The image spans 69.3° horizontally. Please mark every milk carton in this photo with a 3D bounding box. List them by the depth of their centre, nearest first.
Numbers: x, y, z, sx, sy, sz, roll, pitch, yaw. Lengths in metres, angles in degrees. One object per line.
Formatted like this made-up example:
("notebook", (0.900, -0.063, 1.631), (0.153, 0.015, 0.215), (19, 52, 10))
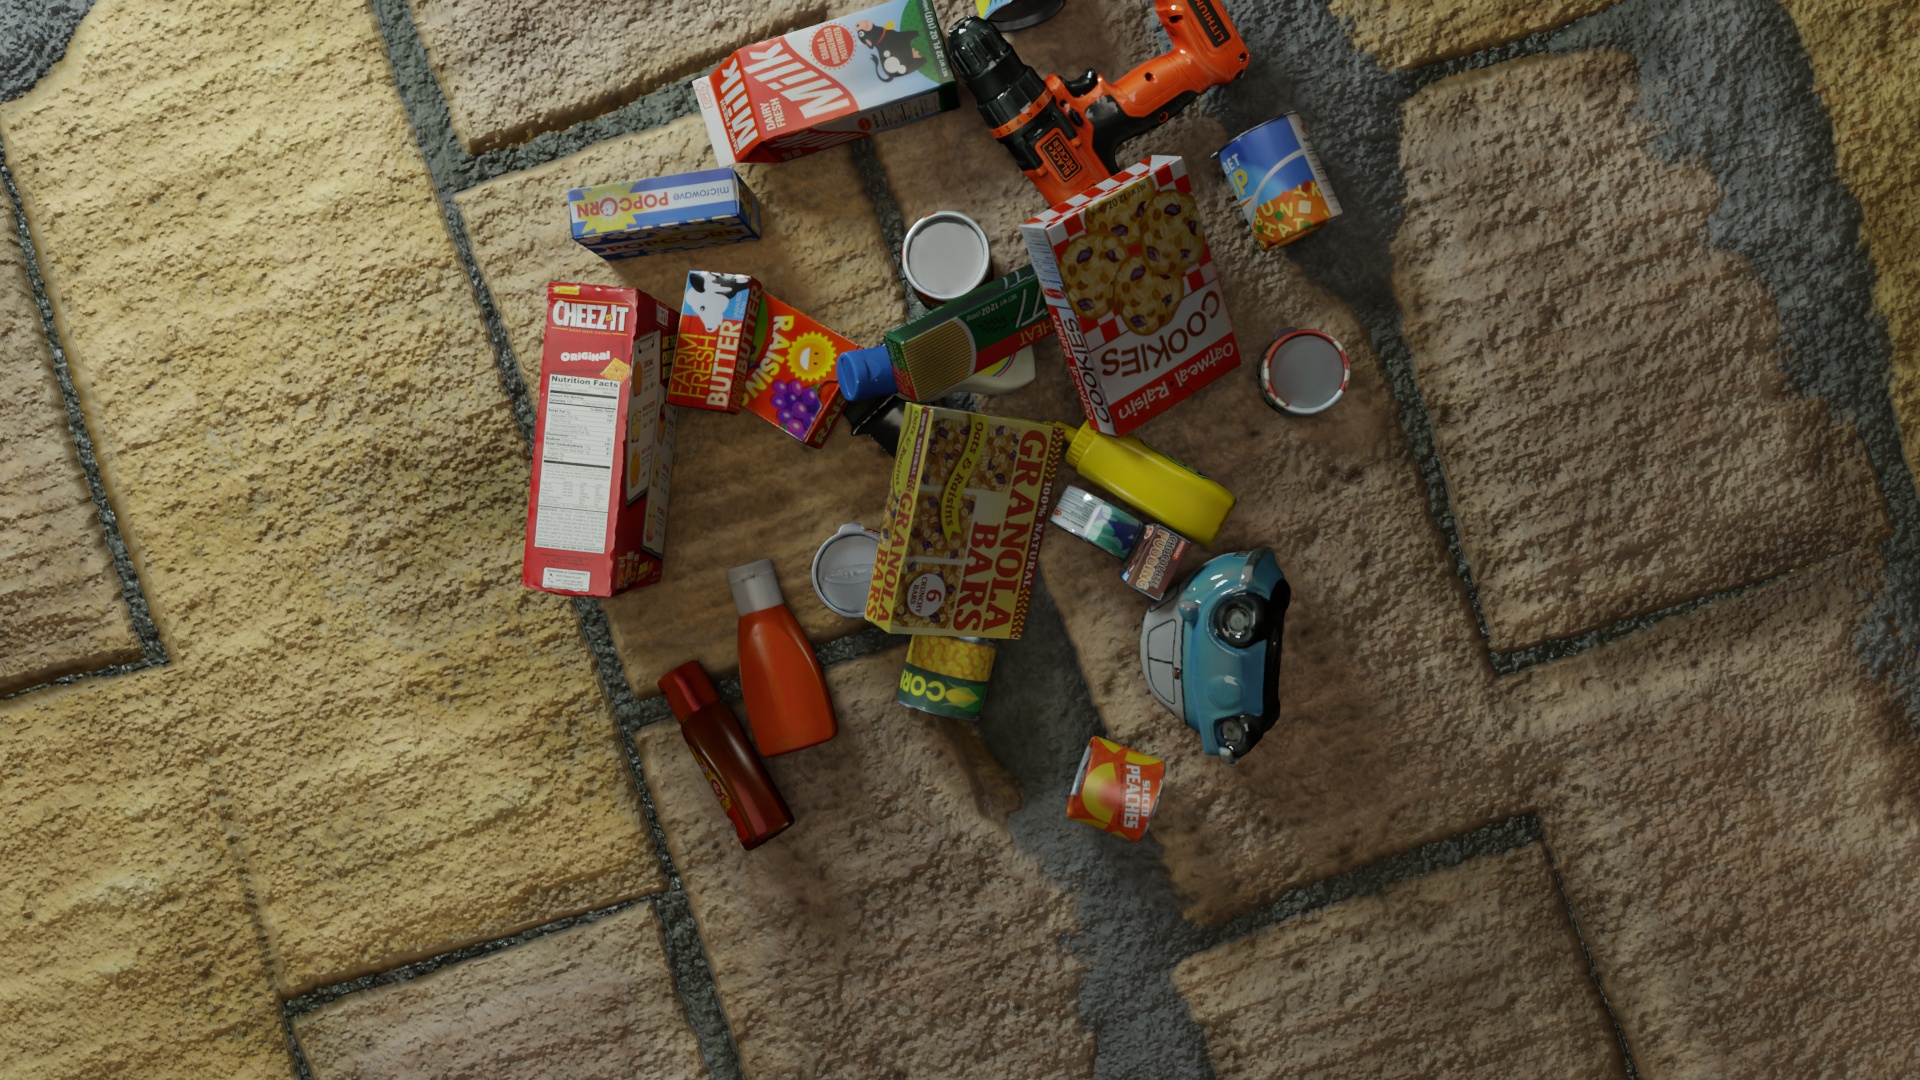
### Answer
("milk carton", (-0.102, -0.342, 1.048), (0.190, 0.073, 0.072), (-17, 91, 3))

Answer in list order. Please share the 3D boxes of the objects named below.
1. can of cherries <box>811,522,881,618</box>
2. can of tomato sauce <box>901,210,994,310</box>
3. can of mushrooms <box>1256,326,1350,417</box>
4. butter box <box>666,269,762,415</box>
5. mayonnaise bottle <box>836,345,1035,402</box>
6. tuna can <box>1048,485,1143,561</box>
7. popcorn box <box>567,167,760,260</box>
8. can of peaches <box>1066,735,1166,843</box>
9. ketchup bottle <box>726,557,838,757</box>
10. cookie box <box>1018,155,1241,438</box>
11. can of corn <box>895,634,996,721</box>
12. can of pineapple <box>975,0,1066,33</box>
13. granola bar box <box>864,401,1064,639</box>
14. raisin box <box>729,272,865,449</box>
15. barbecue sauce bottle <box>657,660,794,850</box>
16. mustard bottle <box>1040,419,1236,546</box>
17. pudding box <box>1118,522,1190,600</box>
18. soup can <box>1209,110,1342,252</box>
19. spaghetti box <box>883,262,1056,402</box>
("can of cherries", (-0.076, 0.021, 1.062), (0.071, 0.058, 0.071), (0, 91, 3))
("can of tomato sauce", (-0.009, -0.205, 1.043), (0.071, 0.083, 0.071), (0, 92, 2))
("can of mushrooms", (0.261, -0.130, 1.060), (0.071, 0.033, 0.071), (0, 92, 3))
("butter box", (-0.184, -0.147, 1.036), (0.053, 0.024, 0.103), (8, 86, 15))
("mayonnaise bottle", (-0.018, -0.133, 1.035), (0.148, 0.041, 0.064), (-13, 89, -26))
("tuna can", (0.105, -0.012, 1.053), (0.071, 0.071, 0.033), (28, 92, 1))
("popcorn box", (-0.221, -0.245, 1.048), (0.127, 0.085, 0.038), (-7, 90, 3))
("can of peaches", (0.118, 0.188, 1.052), (0.058, 0.071, 0.071), (20, 92, 3))
("ketchup bottle", (-0.143, 0.089, 1.073), (0.065, 0.043, 0.148), (-16, 90, 1))
("cookie box", (0.127, -0.176, 1.007), (0.123, 0.040, 0.166), (-31, 117, -18))
("can of corn", (-0.012, 0.100, 1.055), (0.071, 0.071, 0.058), (14, 91, 2))
("can of pineapple", (0.041, -0.423, 1.044), (0.071, 0.071, 0.058), (-15, 91, 2))
("granola bar box", (0.004, -0.013, 1.028), (0.124, 0.039, 0.165), (6, 100, -36))
("raisin box", (-0.140, -0.136, 1.057), (0.123, 0.040, 0.086), (31, 92, 14))
("barbecue sauce bottle", (-0.182, 0.164, 1.069), (0.044, 0.064, 0.148), (-28, 81, -19))
("mustard bottle", (0.131, -0.053, 1.052), (0.160, 0.065, 0.048), (31, 95, 9))
("pudding box", (0.144, 0.015, 1.041), (0.030, 0.084, 0.049), (28, 92, 1))
("soup can", (0.237, -0.267, 1.042), (0.071, 0.071, 0.083), (-25, 91, 2))
("spaghetti box", (0.060, -0.178, 1.016), (0.251, 0.029, 0.050), (-29, 126, -19))
